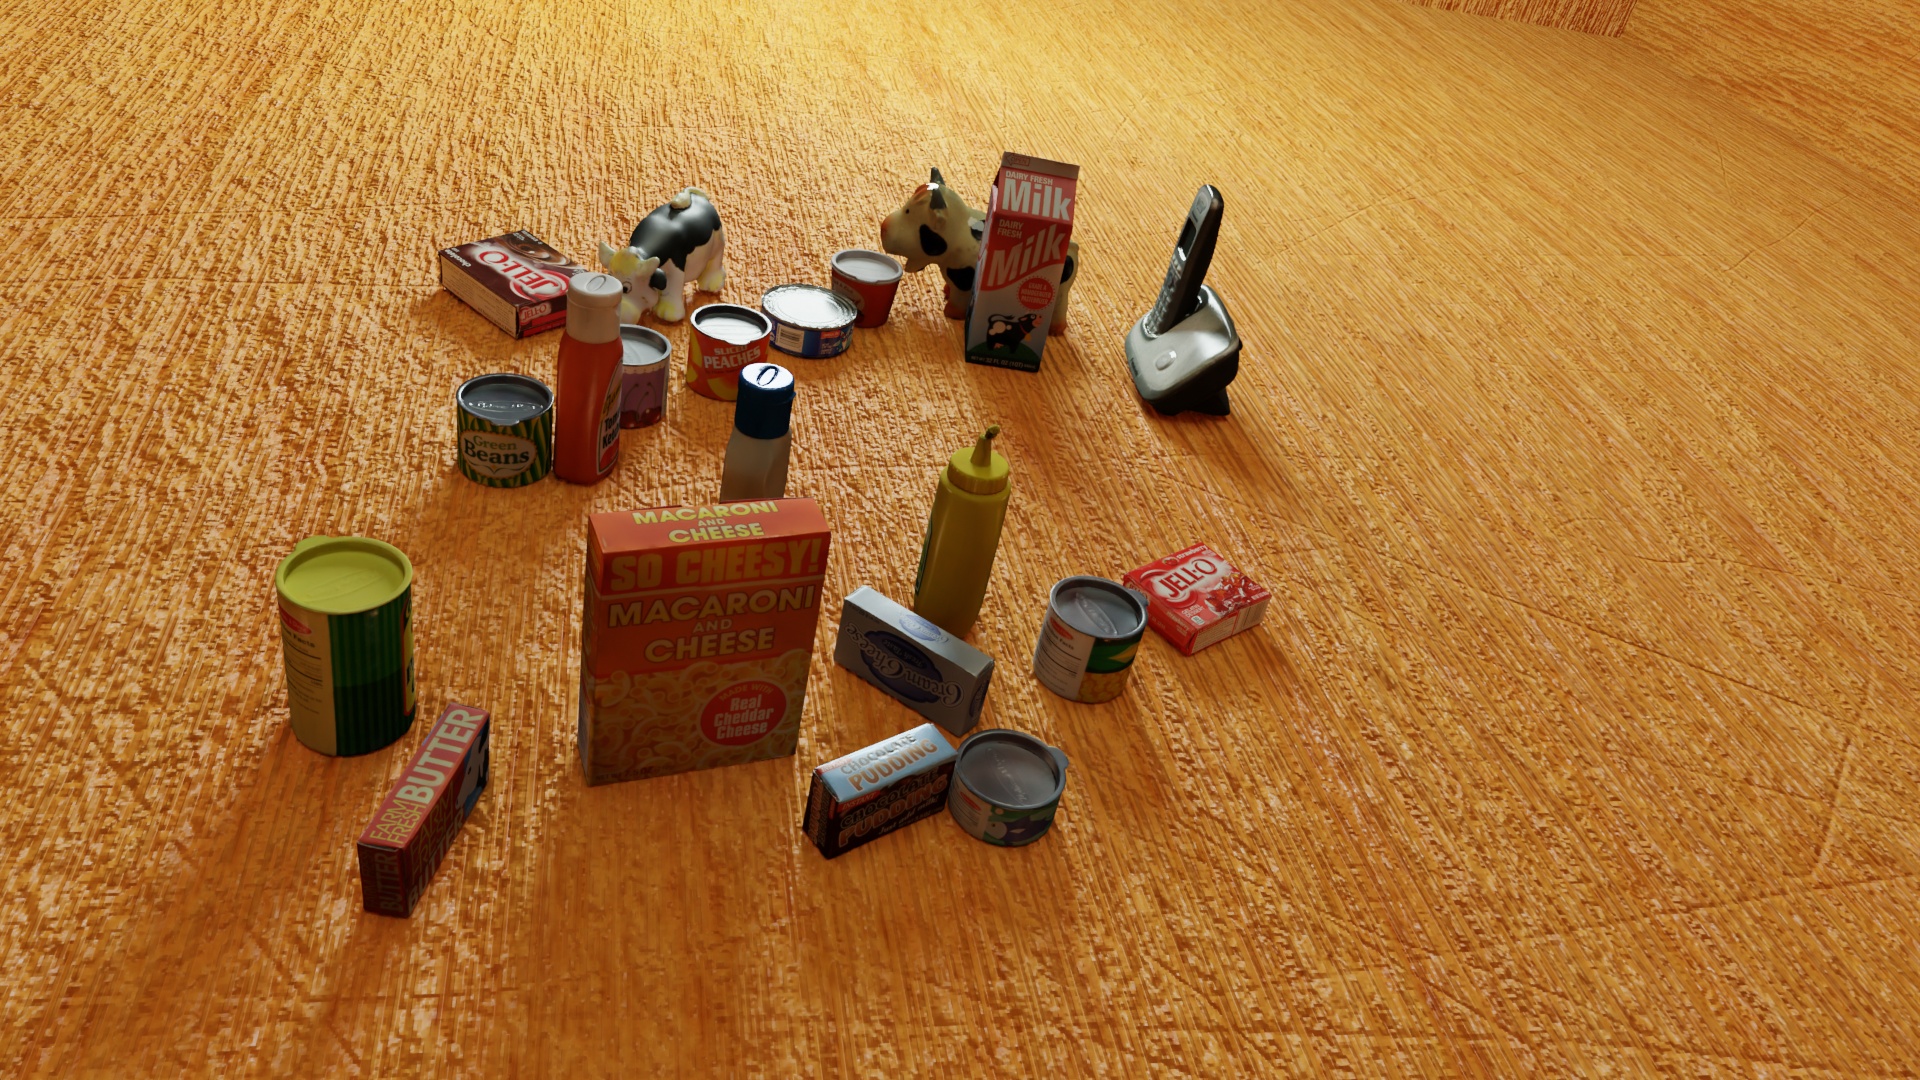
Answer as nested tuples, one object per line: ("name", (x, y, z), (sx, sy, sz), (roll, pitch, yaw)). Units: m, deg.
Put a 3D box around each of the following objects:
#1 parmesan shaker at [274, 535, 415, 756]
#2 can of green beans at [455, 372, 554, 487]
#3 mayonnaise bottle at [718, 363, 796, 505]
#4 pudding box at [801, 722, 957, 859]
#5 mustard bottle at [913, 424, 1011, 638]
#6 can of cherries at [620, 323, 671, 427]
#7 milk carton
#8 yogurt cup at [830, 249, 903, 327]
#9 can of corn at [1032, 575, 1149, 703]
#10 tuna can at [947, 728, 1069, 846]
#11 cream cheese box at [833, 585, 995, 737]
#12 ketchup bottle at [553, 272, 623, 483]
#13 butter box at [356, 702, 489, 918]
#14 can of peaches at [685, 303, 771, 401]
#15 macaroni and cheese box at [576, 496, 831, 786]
("parmesan shaker", (-0.335, 0.057, 0.759), (0.071, 0.102, 0.072), (9, 34, -6))
("can of green beans", (-0.327, -0.079, 0.996), (0.071, 0.057, 0.071), (9, 34, -6))
("mayonnaise bottle", (-0.138, -0.047, 0.933), (0.041, 0.147, 0.065), (16, 34, 4))
("pudding box", (-0.045, 0.140, 0.784), (0.084, 0.049, 0.030), (-16, 44, -36))
("mustard bottle", (0.003, -0.012, 0.919), (0.049, 0.159, 0.065), (11, 34, -3))
("can of cherries", (-0.264, -0.129, 1.087), (0.071, 0.058, 0.072), (9, 34, -6))
("milk carton", (0.054, -0.256, 1.259), (0.072, 0.189, 0.074), (9, 34, -7))
("yogurt cup", (-0.091, -0.235, 1.302), (0.072, 0.053, 0.073), (9, 34, -6))
("can of corn", (0.088, 0.066, 0.927), (0.071, 0.058, 0.071), (9, 34, -6))
("tuna can", (0.029, 0.144, 0.817), (0.071, 0.032, 0.071), (9, 34, -6))
("cream cheese box", (-0.030, 0.076, 0.877), (0.104, 0.053, 0.024), (28, 37, 21))
("ketchup bottle", (-0.264, -0.117, 0.990), (0.043, 0.148, 0.065), (13, 34, -1))
("butter box", (-0.272, 0.136, 0.710), (0.024, 0.052, 0.104), (13, 34, 0))
("can of peaches", (-0.192, -0.154, 1.148), (0.071, 0.057, 0.071), (9, 34, -6))
("macaroni and cheese box", (-0.145, 0.056, 0.768), (0.124, 0.165, 0.040), (-5, 38, -25))
